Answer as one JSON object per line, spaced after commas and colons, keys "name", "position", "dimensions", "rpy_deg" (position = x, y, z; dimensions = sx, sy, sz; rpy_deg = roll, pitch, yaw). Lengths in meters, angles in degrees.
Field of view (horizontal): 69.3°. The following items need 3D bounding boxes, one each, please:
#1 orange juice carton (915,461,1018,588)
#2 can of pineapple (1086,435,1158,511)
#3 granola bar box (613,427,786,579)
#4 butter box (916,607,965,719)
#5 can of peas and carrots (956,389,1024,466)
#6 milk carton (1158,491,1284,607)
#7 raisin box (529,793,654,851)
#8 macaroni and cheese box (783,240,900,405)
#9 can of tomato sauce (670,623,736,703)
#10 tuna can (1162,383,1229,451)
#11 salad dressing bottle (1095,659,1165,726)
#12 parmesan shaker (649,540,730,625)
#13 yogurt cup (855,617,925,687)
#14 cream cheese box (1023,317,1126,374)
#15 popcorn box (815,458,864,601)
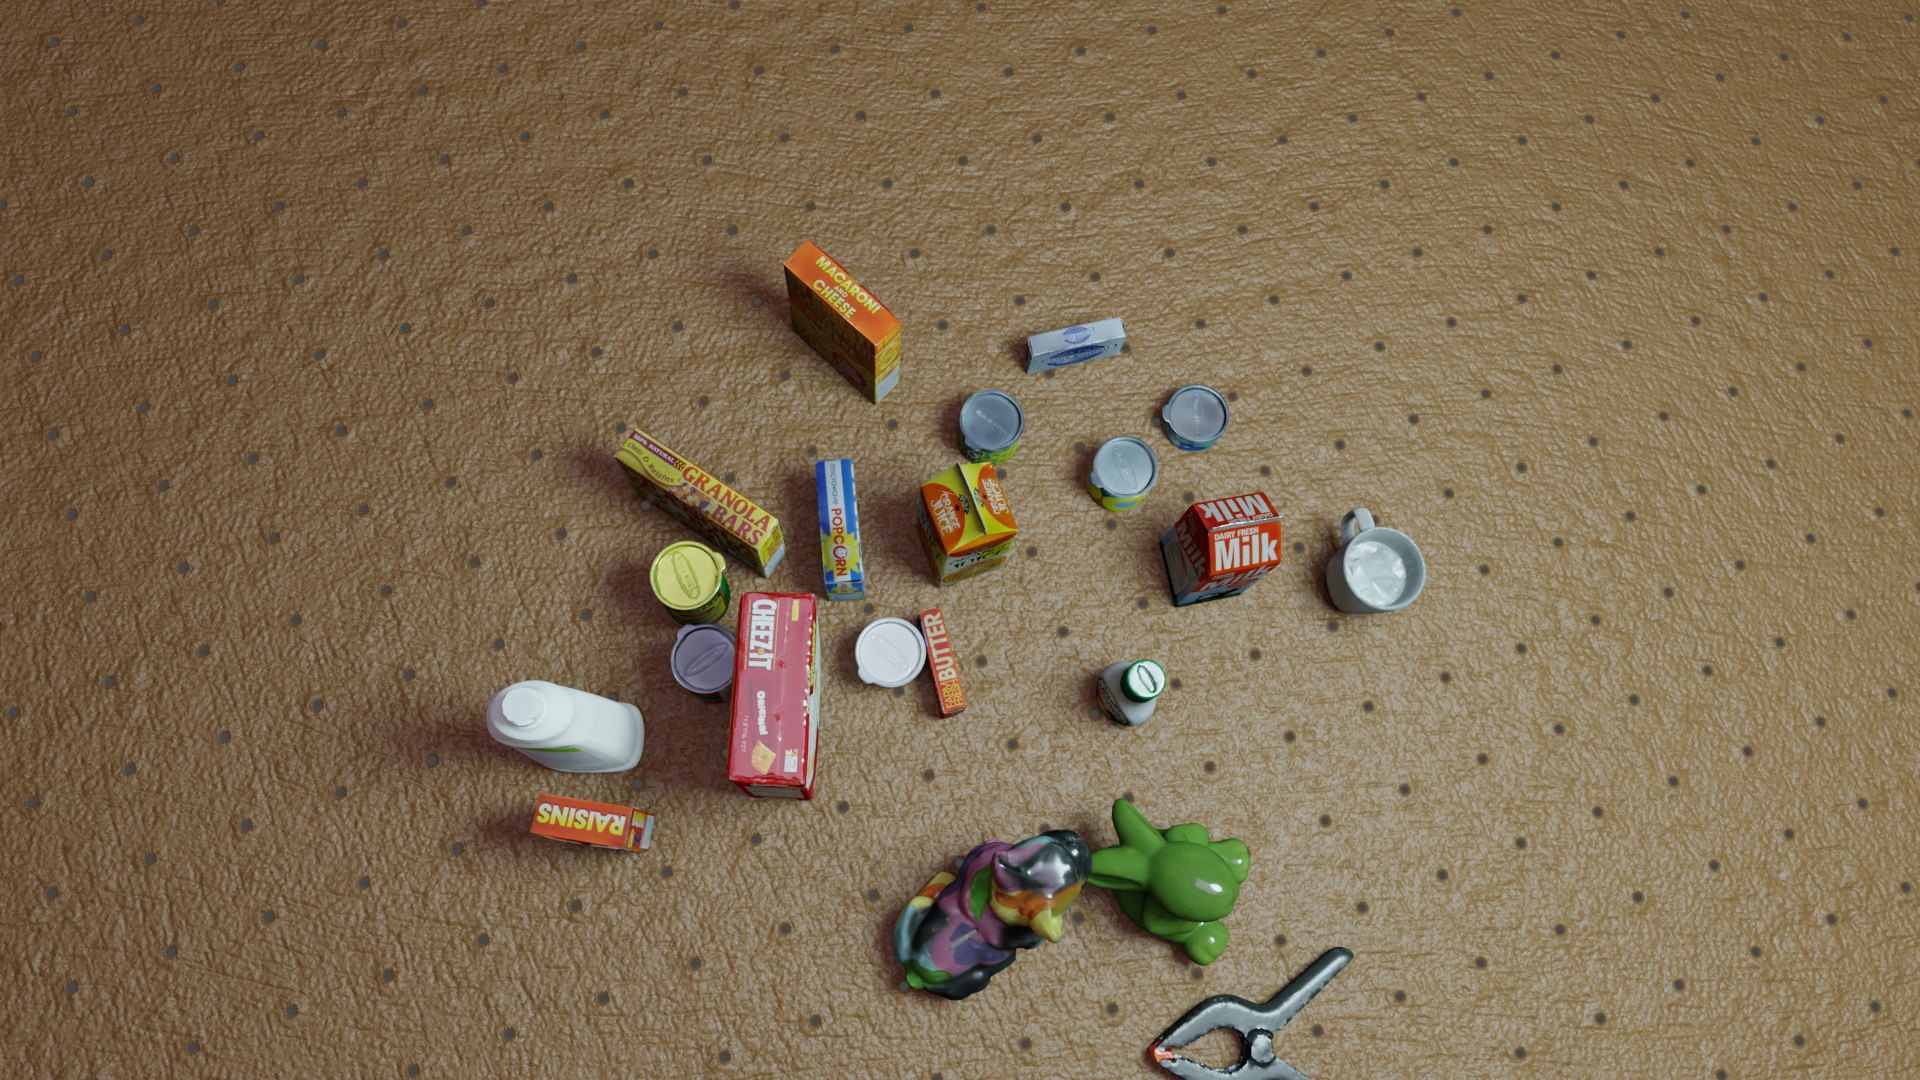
{"name": "orange juice carton", "position": [0.005, -0.017, 1.330], "dimensions": [0.073, 0.192, 0.072], "rpy_deg": [-19, 78, -8]}
{"name": "can of pineapple", "position": [0.163, -0.068, 1.424], "dimensions": [0.071, 0.057, 0.071], "rpy_deg": [1, 75, -4]}
{"name": "granola bar box", "position": [-0.249, -0.035, 1.353], "dimensions": [0.165, 0.124, 0.039], "rpy_deg": [33, 76, 5]}
{"name": "butter box", "position": [-0.019, 0.121, 1.363], "dimensions": [0.024, 0.053, 0.103], "rpy_deg": [-13, 77, -7]}
{"name": "can of peas and carrots", "position": [0.029, -0.112, 1.426], "dimensions": [0.071, 0.058, 0.071], "rpy_deg": [1, 75, -4]}
{"name": "milk carton", "position": [0.253, 0.006, 1.341], "dimensions": [0.072, 0.190, 0.073], "rpy_deg": [-10, 77, -6]}
{"name": "raisin box", "position": [-0.334, 0.259, 1.269], "dimensions": [0.086, 0.123, 0.040], "rpy_deg": [10, 75, -1]}
{"name": "macaroni and cheese box", "position": [-0.116, -0.215, 1.388], "dimensions": [0.124, 0.166, 0.040], "rpy_deg": [42, 77, 7]}
{"name": "can of tomato sauce", "position": [-0.241, 0.118, 1.334], "dimensions": [0.071, 0.083, 0.071], "rpy_deg": [1, 75, -4]}
{"name": "tuna can", "position": [0.244, -0.128, 1.458], "dimensions": [0.071, 0.032, 0.071], "rpy_deg": [1, 75, -4]}
{"name": "salad dressing bottle", "position": [0.163, 0.141, 1.322], "dimensions": [0.044, 0.147, 0.064], "rpy_deg": [-28, 79, -10]}
{"name": "parmesan shaker", "position": [-0.256, 0.044, 1.342], "dimensions": [0.071, 0.103, 0.071], "rpy_deg": [1, 75, -4]}
{"name": "yogurt cup", "position": [-0.069, 0.113, 1.362], "dimensions": [0.072, 0.053, 0.072], "rpy_deg": [1, 75, -4]}
{"name": "cream cheese box", "position": [0.119, -0.205, 1.459], "dimensions": [0.104, 0.053, 0.024], "rpy_deg": [-13, 77, -7]}
{"name": "popcorn box", "position": [-0.119, -0.010, 1.375], "dimensions": [0.038, 0.085, 0.127], "rpy_deg": [-5, 76, -5]}
